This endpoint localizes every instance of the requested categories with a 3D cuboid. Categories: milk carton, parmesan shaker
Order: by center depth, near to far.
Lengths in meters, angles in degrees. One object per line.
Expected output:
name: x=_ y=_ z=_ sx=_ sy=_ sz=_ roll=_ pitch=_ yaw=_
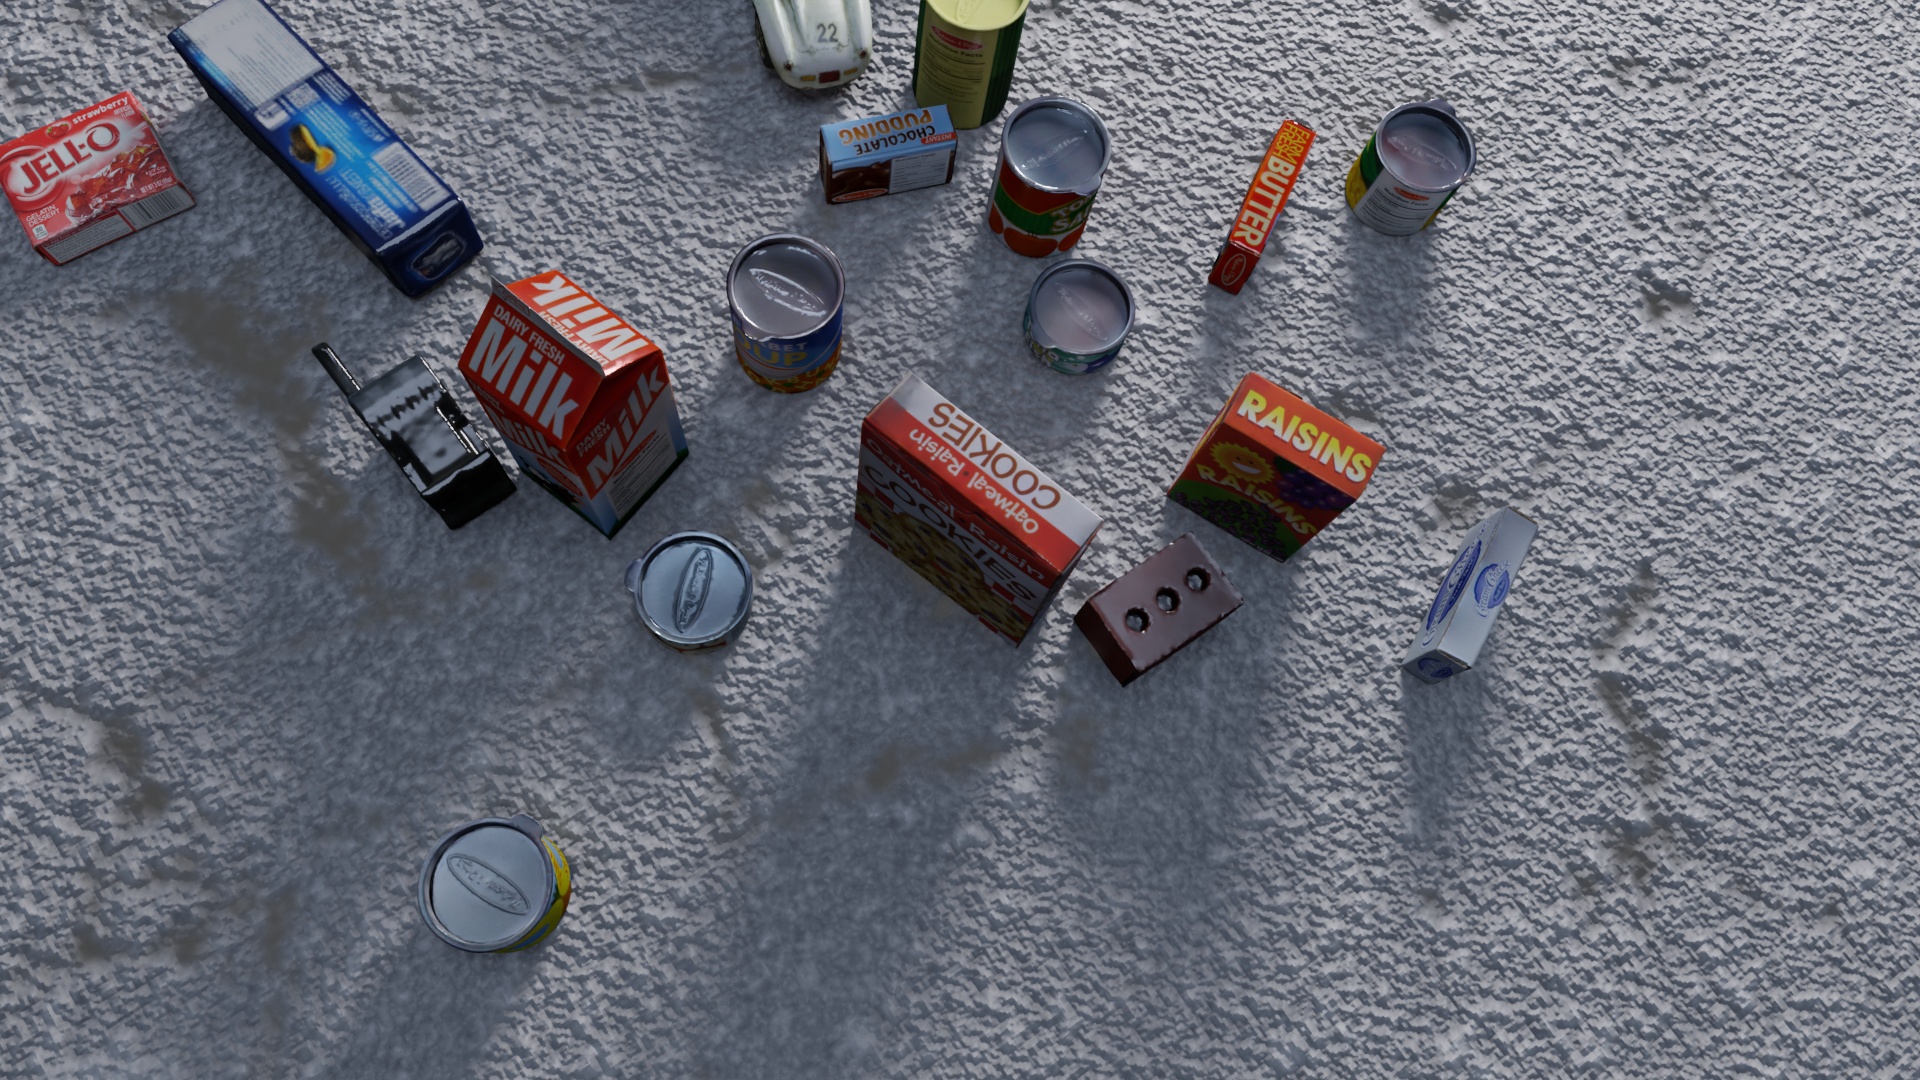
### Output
milk carton: x=-0.201 y=-0.074 z=0.731 sx=0.072 sy=0.190 sz=0.073 roll=37 pitch=73 yaw=6
parmesan shaker: x=0.002 y=-0.318 z=0.875 sx=0.071 sy=0.102 sz=0.071 roll=2 pitch=73 yaw=-5

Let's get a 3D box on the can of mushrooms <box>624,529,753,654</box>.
can of mushrooms: x=-0.153 y=0.029 z=0.786 sx=0.071 sy=0.033 sz=0.071 roll=2 pitch=73 yaw=-5

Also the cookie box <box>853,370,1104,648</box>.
cookie box: x=0.003 y=-0.009 z=0.745 sx=0.123 sy=0.167 sz=0.040 roll=38 pitch=73 yaw=6

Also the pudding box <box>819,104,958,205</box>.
pudding box: x=-0.046 y=-0.243 z=0.875 sx=0.084 sy=0.049 sz=0.030 roll=-14 pitch=75 yaw=-10

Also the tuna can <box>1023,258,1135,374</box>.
tuna can: x=0.071 y=-0.137 z=0.863 sx=0.071 sy=0.032 sz=0.071 roll=2 pitch=73 yaw=-5

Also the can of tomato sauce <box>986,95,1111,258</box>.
can of tomato sauce: x=0.055 y=-0.222 z=0.861 sx=0.071 sy=0.083 sz=0.071 roll=2 pitch=73 yaw=-5

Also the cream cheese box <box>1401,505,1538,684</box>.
cream cheese box: x=0.301 y=0.033 z=0.823 sx=0.024 sy=0.053 sz=0.104 roll=31 pitch=72 yaw=4

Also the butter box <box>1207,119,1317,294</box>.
butter box: x=0.193 y=-0.214 z=0.889 sx=0.024 sy=0.053 sz=0.104 roll=26 pitch=72 yaw=2

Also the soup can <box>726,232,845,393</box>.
soup can: x=-0.103 y=-0.129 z=0.815 sx=0.071 sy=0.083 sz=0.071 roll=2 pitch=73 yaw=-5

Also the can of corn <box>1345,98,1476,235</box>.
can of corn: x=0.293 y=-0.243 z=0.906 sx=0.071 sy=0.058 sz=0.071 roll=2 pitch=73 yaw=-5

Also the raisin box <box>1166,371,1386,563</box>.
raisin box: x=0.177 y=-0.039 z=0.796 sx=0.086 sy=0.123 sz=0.040 roll=31 pitch=73 yaw=4

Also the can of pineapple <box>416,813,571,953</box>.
can of pineapple: x=-0.237 y=0.178 z=0.718 sx=0.071 sy=0.057 sz=0.071 roll=2 pitch=73 yaw=-5
